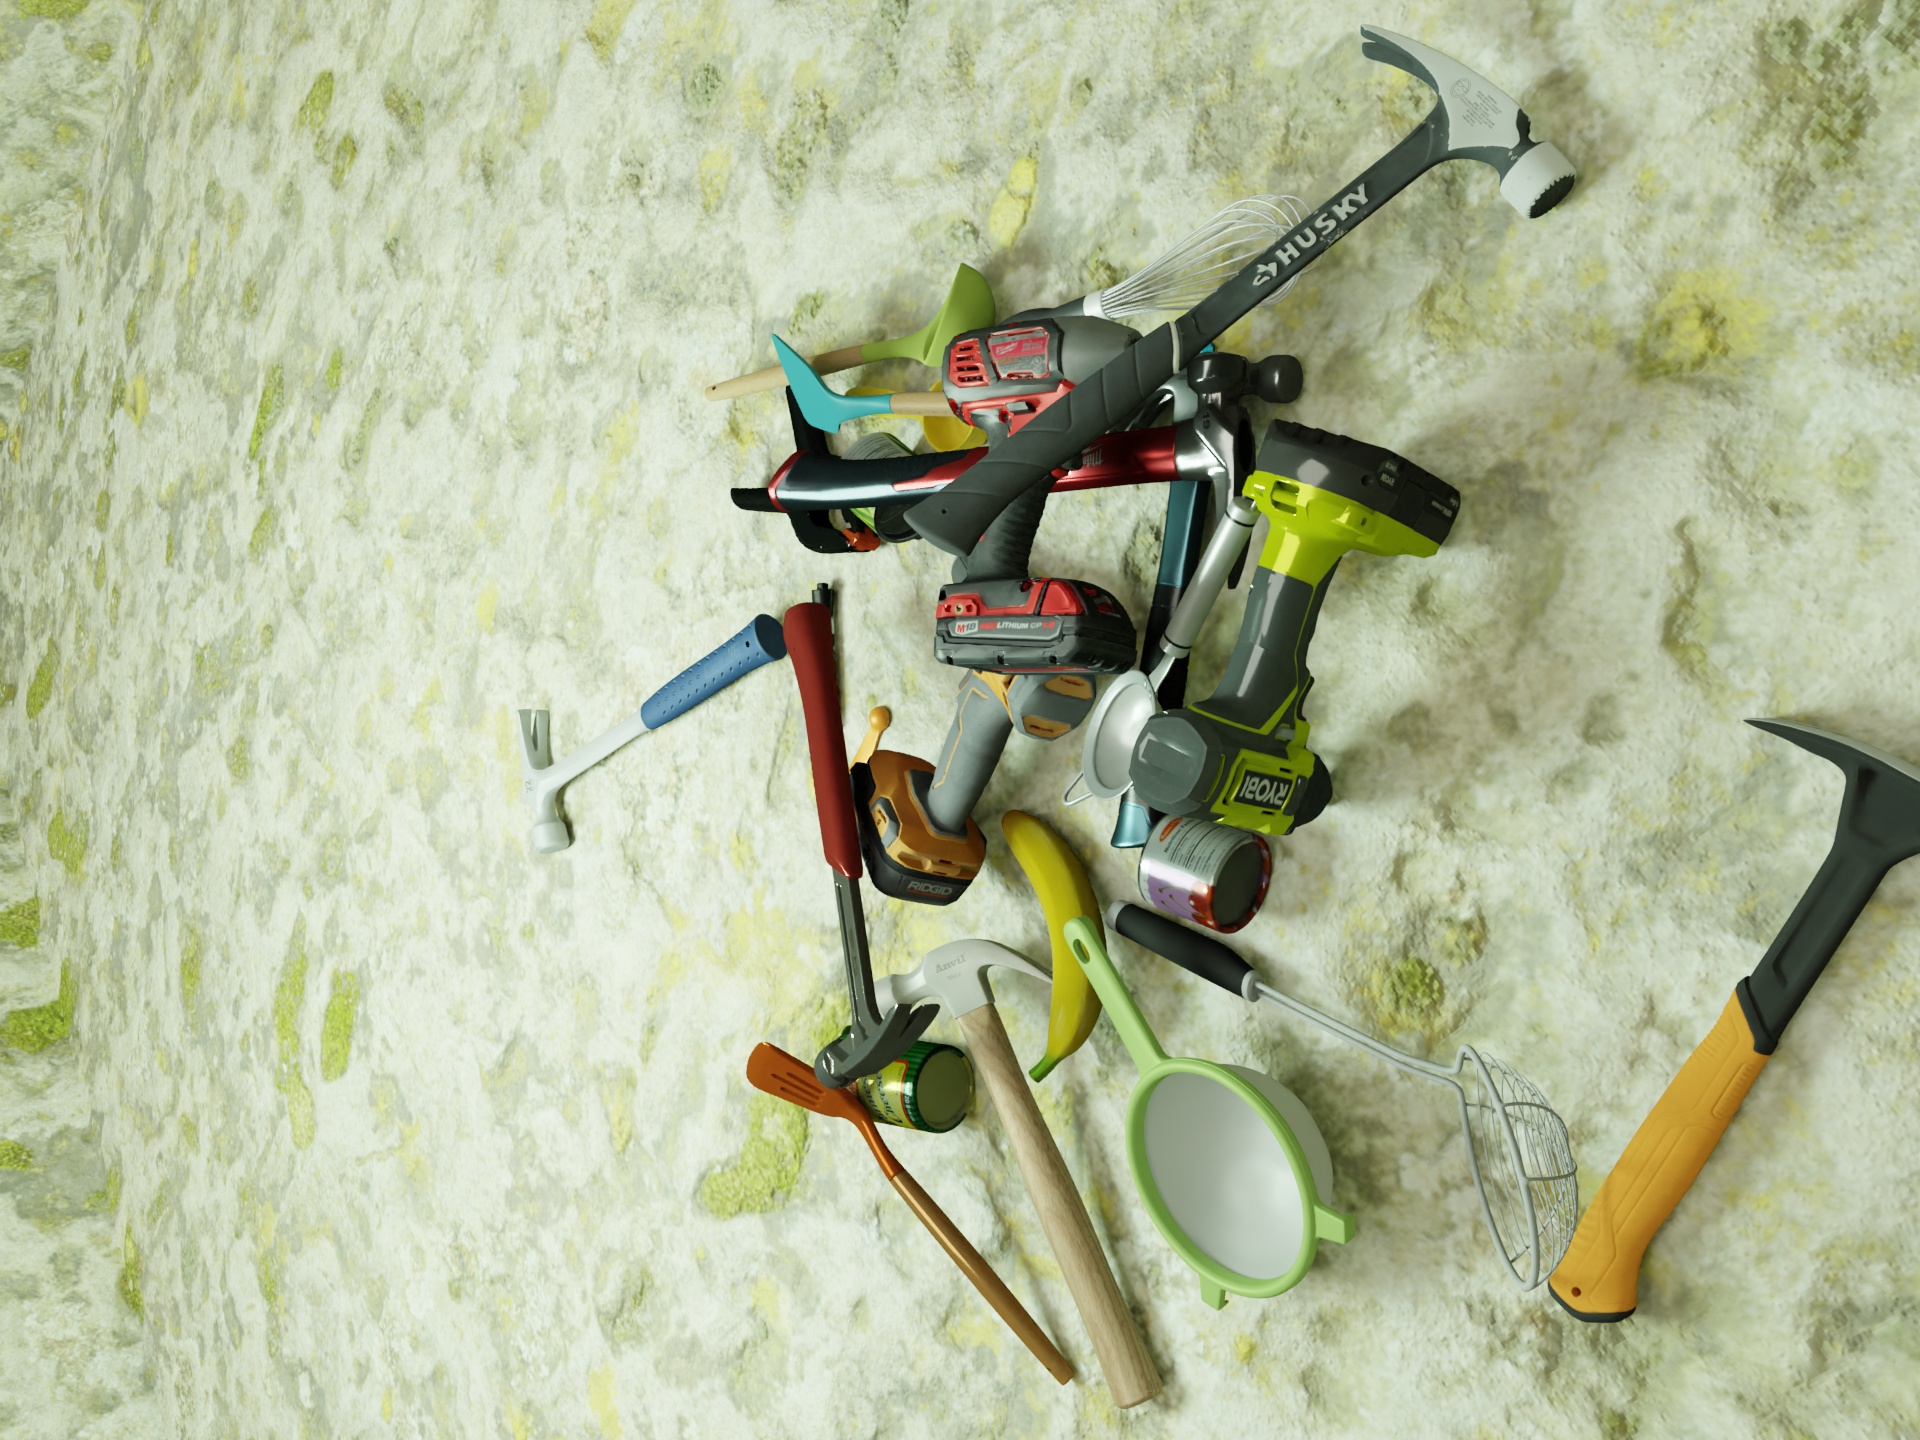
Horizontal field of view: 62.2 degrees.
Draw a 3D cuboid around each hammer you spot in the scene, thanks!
[{"bbox_3d":[-0.296,-0.005,1.467,0.405,0.035,0.144,-28,71,41],"label":"hammer"},{"bbox_3d":[0.383,0.165,0.806,0.127,0.034,0.336,37,115,37],"label":"hammer"},{"bbox_3d":[0.058,0.307,1.102,0.130,0.031,0.331,-28,76,13],"label":"hammer"},{"bbox_3d":[0.140,-0.074,1.044,0.128,0.033,0.331,14,100,43],"label":"hammer"},{"bbox_3d":[-0.084,0.068,1.129,0.149,0.036,0.359,-49,44,50],"label":"hammer"},{"bbox_3d":[0.020,-0.154,1.084,0.386,0.038,0.143,1,92,37],"label":"hammer"},{"bbox_3d":[0.136,-0.231,0.912,0.409,0.036,0.149,-37,72,7],"label":"hammer"}]

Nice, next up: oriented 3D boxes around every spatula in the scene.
[{"bbox_3d":[-0.021,-0.238,1.156,0.318,0.044,0.082,9,135,36],"label":"spatula"},{"bbox_3d":[-0.037,0.355,1.156,0.323,0.041,0.081,46,146,15],"label":"spatula"}]

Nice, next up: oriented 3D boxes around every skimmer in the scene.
[{"bbox_3d":[0.203,0.199,0.943,0.364,0.090,0.127,24,139,44],"label":"skimmer"}]

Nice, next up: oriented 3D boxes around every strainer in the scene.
[{"bbox_3d":[0.132,-0.040,0.978,0.087,0.050,0.258,-104,30,-49],"label":"strainer"},{"bbox_3d":[0.151,0.228,0.998,0.257,0.069,0.151,60,140,21],"label":"strainer"}]

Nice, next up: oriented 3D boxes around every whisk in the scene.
[{"bbox_3d":[0.117,-0.281,1.054,0.285,0.070,0.070,-5,87,49],"label":"whisk"}]

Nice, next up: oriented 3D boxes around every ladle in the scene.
[{"bbox_3d":[-0.100,-0.290,1.245,0.320,0.062,0.078,-3,60,41],"label":"ladle"}]

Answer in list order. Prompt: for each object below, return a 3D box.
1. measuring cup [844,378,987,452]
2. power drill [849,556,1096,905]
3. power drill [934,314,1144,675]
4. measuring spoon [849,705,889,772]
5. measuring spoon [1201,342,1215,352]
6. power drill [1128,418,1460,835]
[{"bbox_3d":[-0.033,-0.239,1.219,0.157,0.029,0.062,20,104,45],"label":"measuring cup"},{"bbox_3d":[-0.002,-0.004,1.141,0.226,0.084,0.186,-58,36,26],"label":"power drill"},{"bbox_3d":[0.055,-0.140,0.983,0.143,0.078,0.220,0,86,33],"label":"power drill"},{"bbox_3d":[-0.085,0.039,1.277,0.021,0.011,0.117,42,118,36],"label":"measuring spoon"},{"bbox_3d":[0.118,-0.244,1.081,0.129,0.021,0.042,-4,116,36],"label":"measuring spoon"},{"bbox_3d":[0.195,-0.044,0.911,0.080,0.171,0.223,27,100,41],"label":"power drill"}]
